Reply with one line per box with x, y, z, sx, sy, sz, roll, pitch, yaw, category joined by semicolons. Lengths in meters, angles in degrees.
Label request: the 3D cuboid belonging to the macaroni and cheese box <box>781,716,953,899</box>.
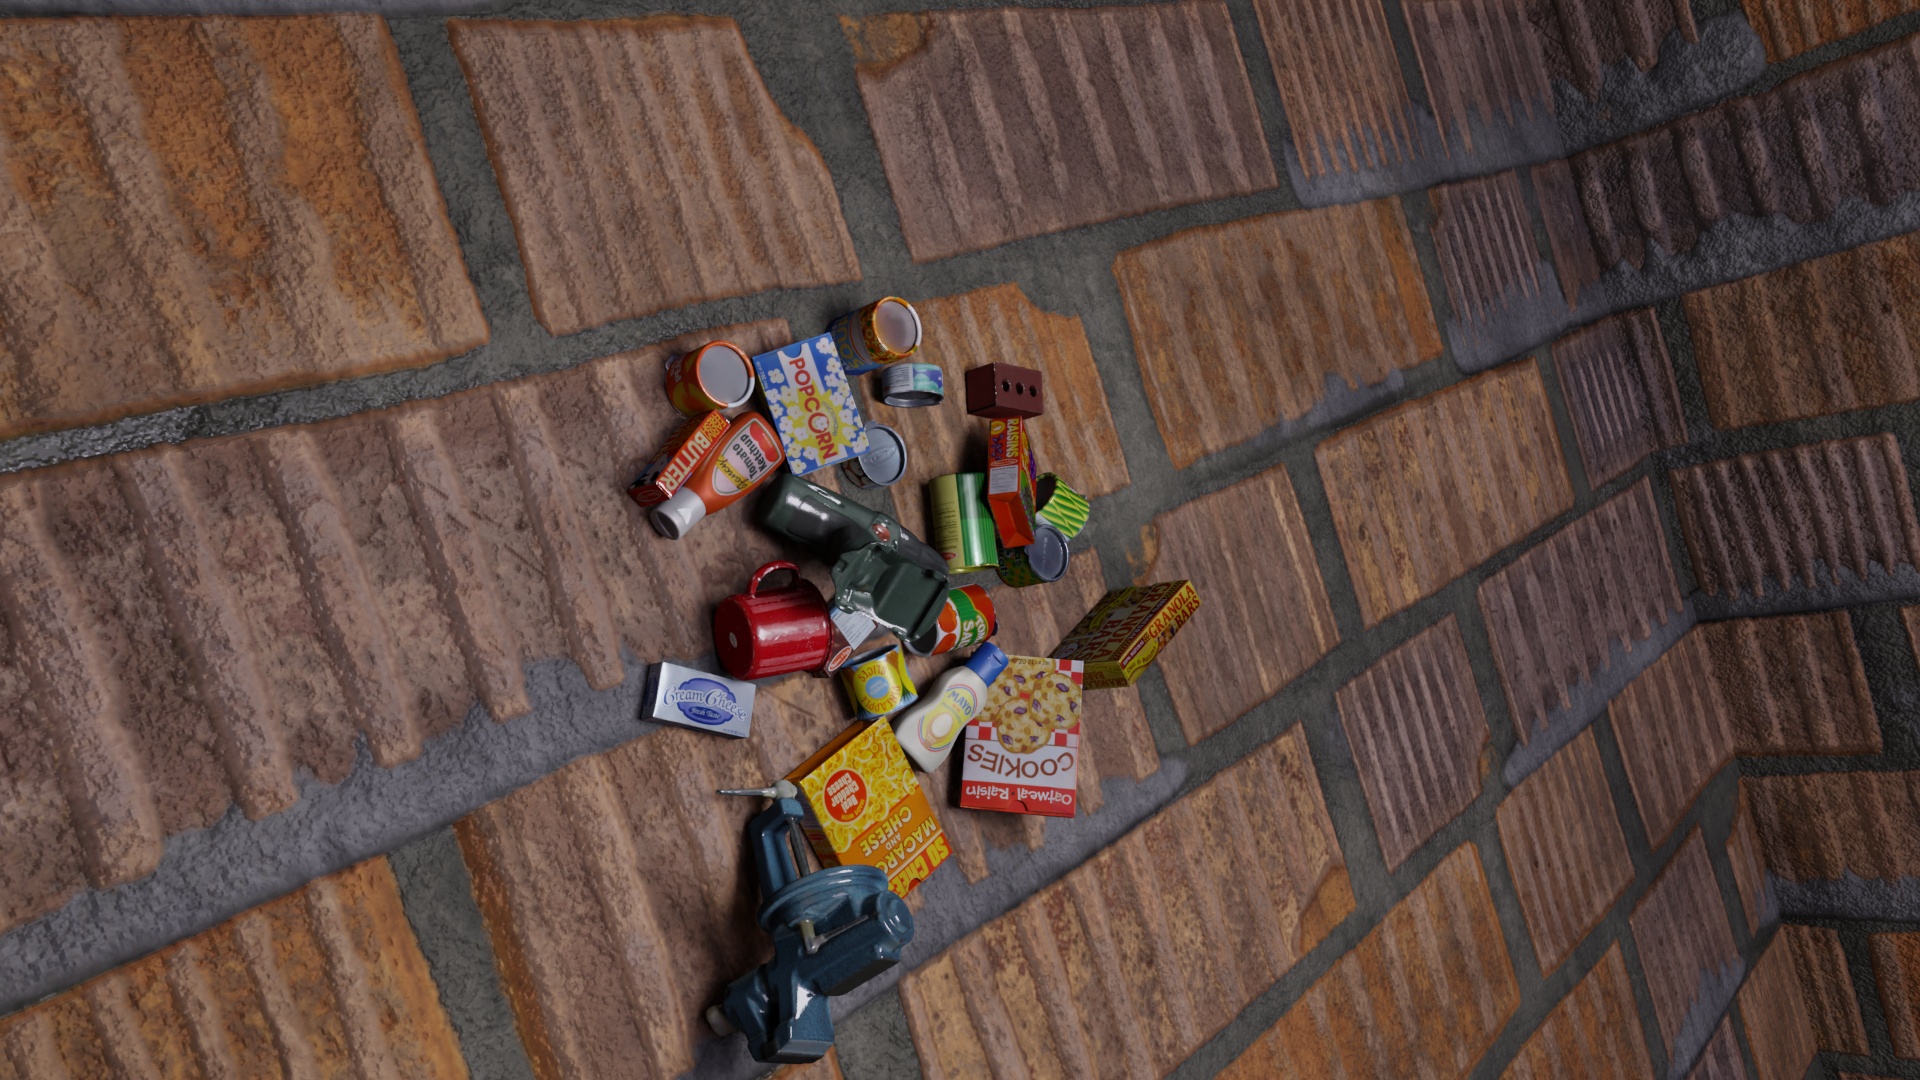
-0.091;0.277;1.380;0.124;0.040;0.166;-35;104;-40;macaroni and cheese box

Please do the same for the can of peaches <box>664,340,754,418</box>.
-0.241;-0.154;1.326;0.071;0.058;0.071;10;75;-41;can of peaches

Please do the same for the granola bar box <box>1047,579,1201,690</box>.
0.185;0.109;1.606;0.166;0.124;0.039;-42;111;-39;granola bar box

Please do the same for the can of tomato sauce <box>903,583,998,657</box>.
-0.013;0.086;1.471;0.083;0.071;0.071;-11;89;-42;can of tomato sauce

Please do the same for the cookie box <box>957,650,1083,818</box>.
0.065;0.208;1.489;0.123;0.040;0.168;5;74;0;cookie box

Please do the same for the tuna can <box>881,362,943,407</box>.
-0.050;-0.166;1.494;0.071;0.071;0.033;5;77;-41;tuna can

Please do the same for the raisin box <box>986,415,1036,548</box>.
0.057;-0.066;1.539;0.085;0.040;0.124;69;18;-45;raisin box

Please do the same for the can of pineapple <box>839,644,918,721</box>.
-0.083;0.143;1.396;0.071;0.071;0.058;-25;97;-42;can of pineapple

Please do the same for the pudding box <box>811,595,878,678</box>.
-0.126;0.093;1.394;0.084;0.030;0.049;-48;114;-37;pudding box

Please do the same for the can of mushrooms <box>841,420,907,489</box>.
-0.092;-0.090;1.462;0.071;0.033;0.071;9;75;-40;can of mushrooms

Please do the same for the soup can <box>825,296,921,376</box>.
-0.093;-0.213;1.453;0.071;0.083;0.071;10;75;-40;soup can

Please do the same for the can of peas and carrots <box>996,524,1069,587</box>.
0.079;0.018;1.574;0.071;0.058;0.071;10;74;-40;can of peas and carrots

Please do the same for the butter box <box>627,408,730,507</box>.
-0.262;-0.078;1.294;0.024;0.053;0.104;50;53;-25;butter box

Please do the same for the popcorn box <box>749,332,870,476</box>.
-0.152;-0.134;1.393;0.085;0.038;0.126;-21;96;-16;popcorn box

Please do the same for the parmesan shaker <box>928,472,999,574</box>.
0.005;-0.019;1.508;0.071;0.071;0.103;0;81;-42;parmesan shaker

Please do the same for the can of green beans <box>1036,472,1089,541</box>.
0.106;-0.037;1.606;0.057;0.071;0.071;39;58;-29;can of green beans

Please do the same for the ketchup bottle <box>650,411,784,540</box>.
-0.233;-0.059;1.322;0.149;0.043;0.064;-49;119;-36;ketchup bottle

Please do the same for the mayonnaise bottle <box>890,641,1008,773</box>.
-0.009;0.170;1.450;0.064;0.041;0.148;48;70;-16;mayonnaise bottle

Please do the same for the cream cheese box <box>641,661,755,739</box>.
-0.241;0.149;1.284;0.104;0.024;0.053;20;67;-38;cream cheese box
